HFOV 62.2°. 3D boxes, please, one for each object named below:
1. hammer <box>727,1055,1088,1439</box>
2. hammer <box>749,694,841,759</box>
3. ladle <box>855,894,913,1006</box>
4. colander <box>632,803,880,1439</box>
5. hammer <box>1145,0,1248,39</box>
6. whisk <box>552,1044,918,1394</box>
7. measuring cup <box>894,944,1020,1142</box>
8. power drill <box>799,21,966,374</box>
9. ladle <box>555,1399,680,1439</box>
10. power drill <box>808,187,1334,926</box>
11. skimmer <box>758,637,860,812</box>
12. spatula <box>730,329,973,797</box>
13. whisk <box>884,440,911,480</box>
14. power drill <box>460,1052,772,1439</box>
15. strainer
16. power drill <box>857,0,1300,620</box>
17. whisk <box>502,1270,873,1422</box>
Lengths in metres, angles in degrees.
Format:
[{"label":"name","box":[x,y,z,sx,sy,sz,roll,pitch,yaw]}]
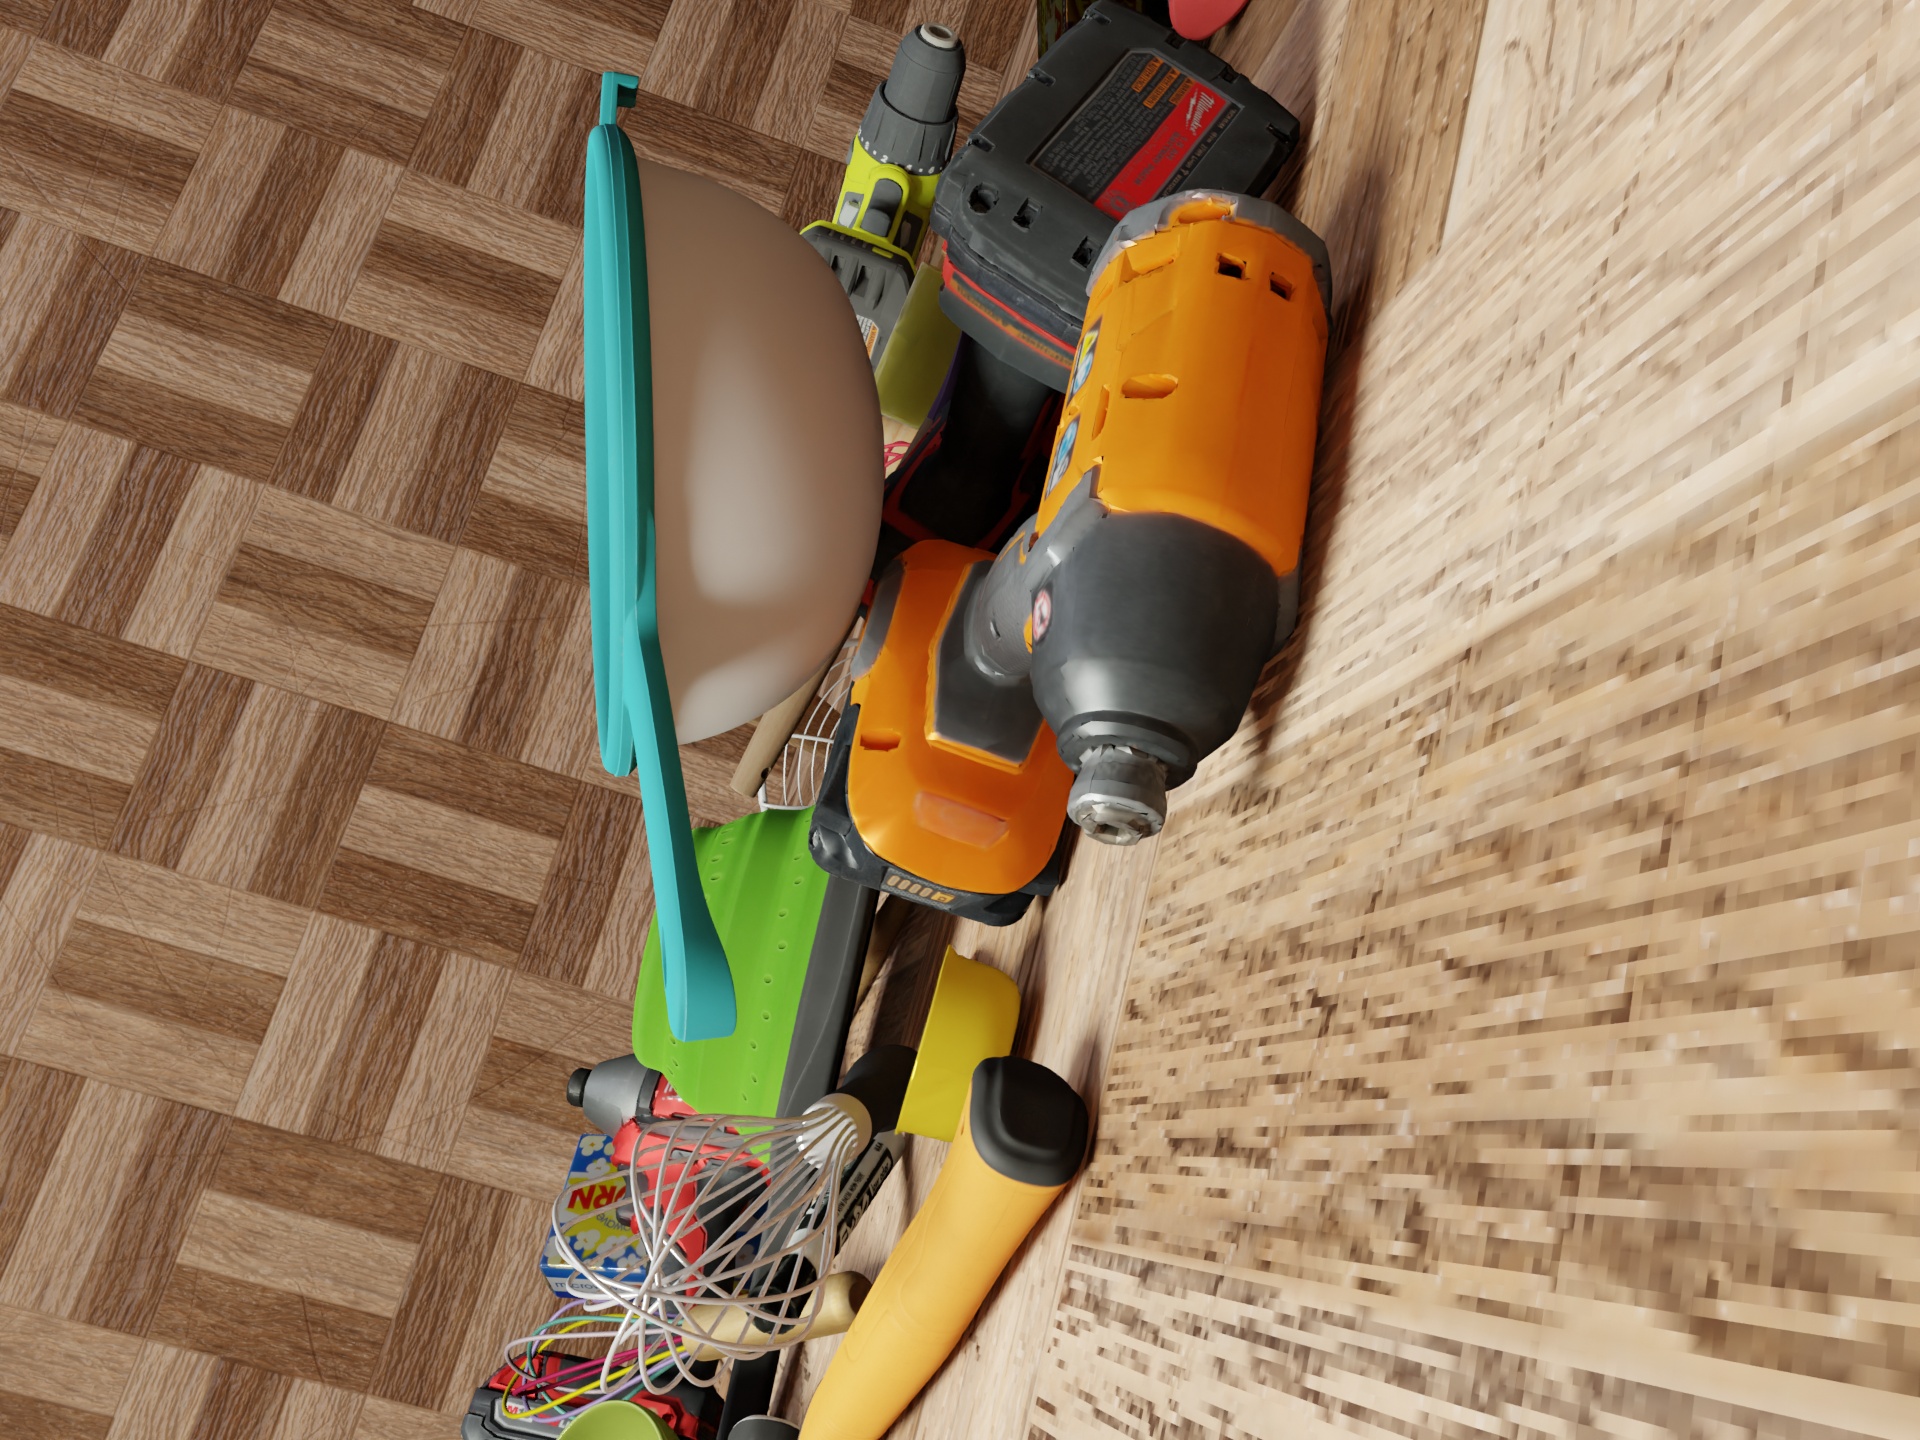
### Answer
[{"label":"hammer","box":[-0.036,0.218,0.492,0.127,0.034,0.336,-80,11,-50]},{"label":"hammer","box":[-0.083,0.003,0.959,0.331,0.031,0.130,45,-120,-77]},{"label":"ladle","box":[-0.078,0.180,0.920,0.315,0.031,0.069,119,168,-47]},{"label":"colander","box":[-0.109,0.190,0.724,0.204,0.094,0.397,168,114,-89]},{"label":"hammer","box":[0.112,-0.400,0.848,0.386,0.038,0.143,-94,25,-70]},{"label":"whisk","box":[-0.049,0.135,0.496,0.284,0.070,0.070,8,-80,-80]},{"label":"measuring cup","box":[0.004,0.103,0.545,0.156,0.029,0.062,-7,-67,-85]},{"label":"power drill","box":[-0.053,-0.282,0.934,0.190,0.080,0.229,116,170,-47]},{"label":"ladle","box":[-0.110,0.289,0.520,0.078,0.062,0.320,-67,8,-17]},{"label":"power drill","box":[0.024,-0.017,0.448,0.226,0.084,0.164,130,157,-61]},{"label":"skimmer","box":[-0.088,0.088,0.954,0.127,0.090,0.363,-43,-12,-33]},{"label":"spatula","box":[-0.020,-0.105,0.692,0.316,0.018,0.059,-61,-30,5]},{"label":"whisk","box":[-0.029,-0.061,0.903,0.295,0.073,0.073,97,-174,-62]},{"label":"power drill","box":[-0.164,0.277,0.823,0.078,0.143,0.220,80,-158,-56]},{"label":"strainer","box":[-0.063,-0.045,0.494,0.341,0.095,0.210,-109,23,-45]},{"label":"power drill","box":[0.037,-0.144,0.588,0.188,0.080,0.226,-55,-3,-30]},{"label":"whisk","box":[-0.120,0.259,0.656,0.245,0.047,0.051,-28,77,39]}]
